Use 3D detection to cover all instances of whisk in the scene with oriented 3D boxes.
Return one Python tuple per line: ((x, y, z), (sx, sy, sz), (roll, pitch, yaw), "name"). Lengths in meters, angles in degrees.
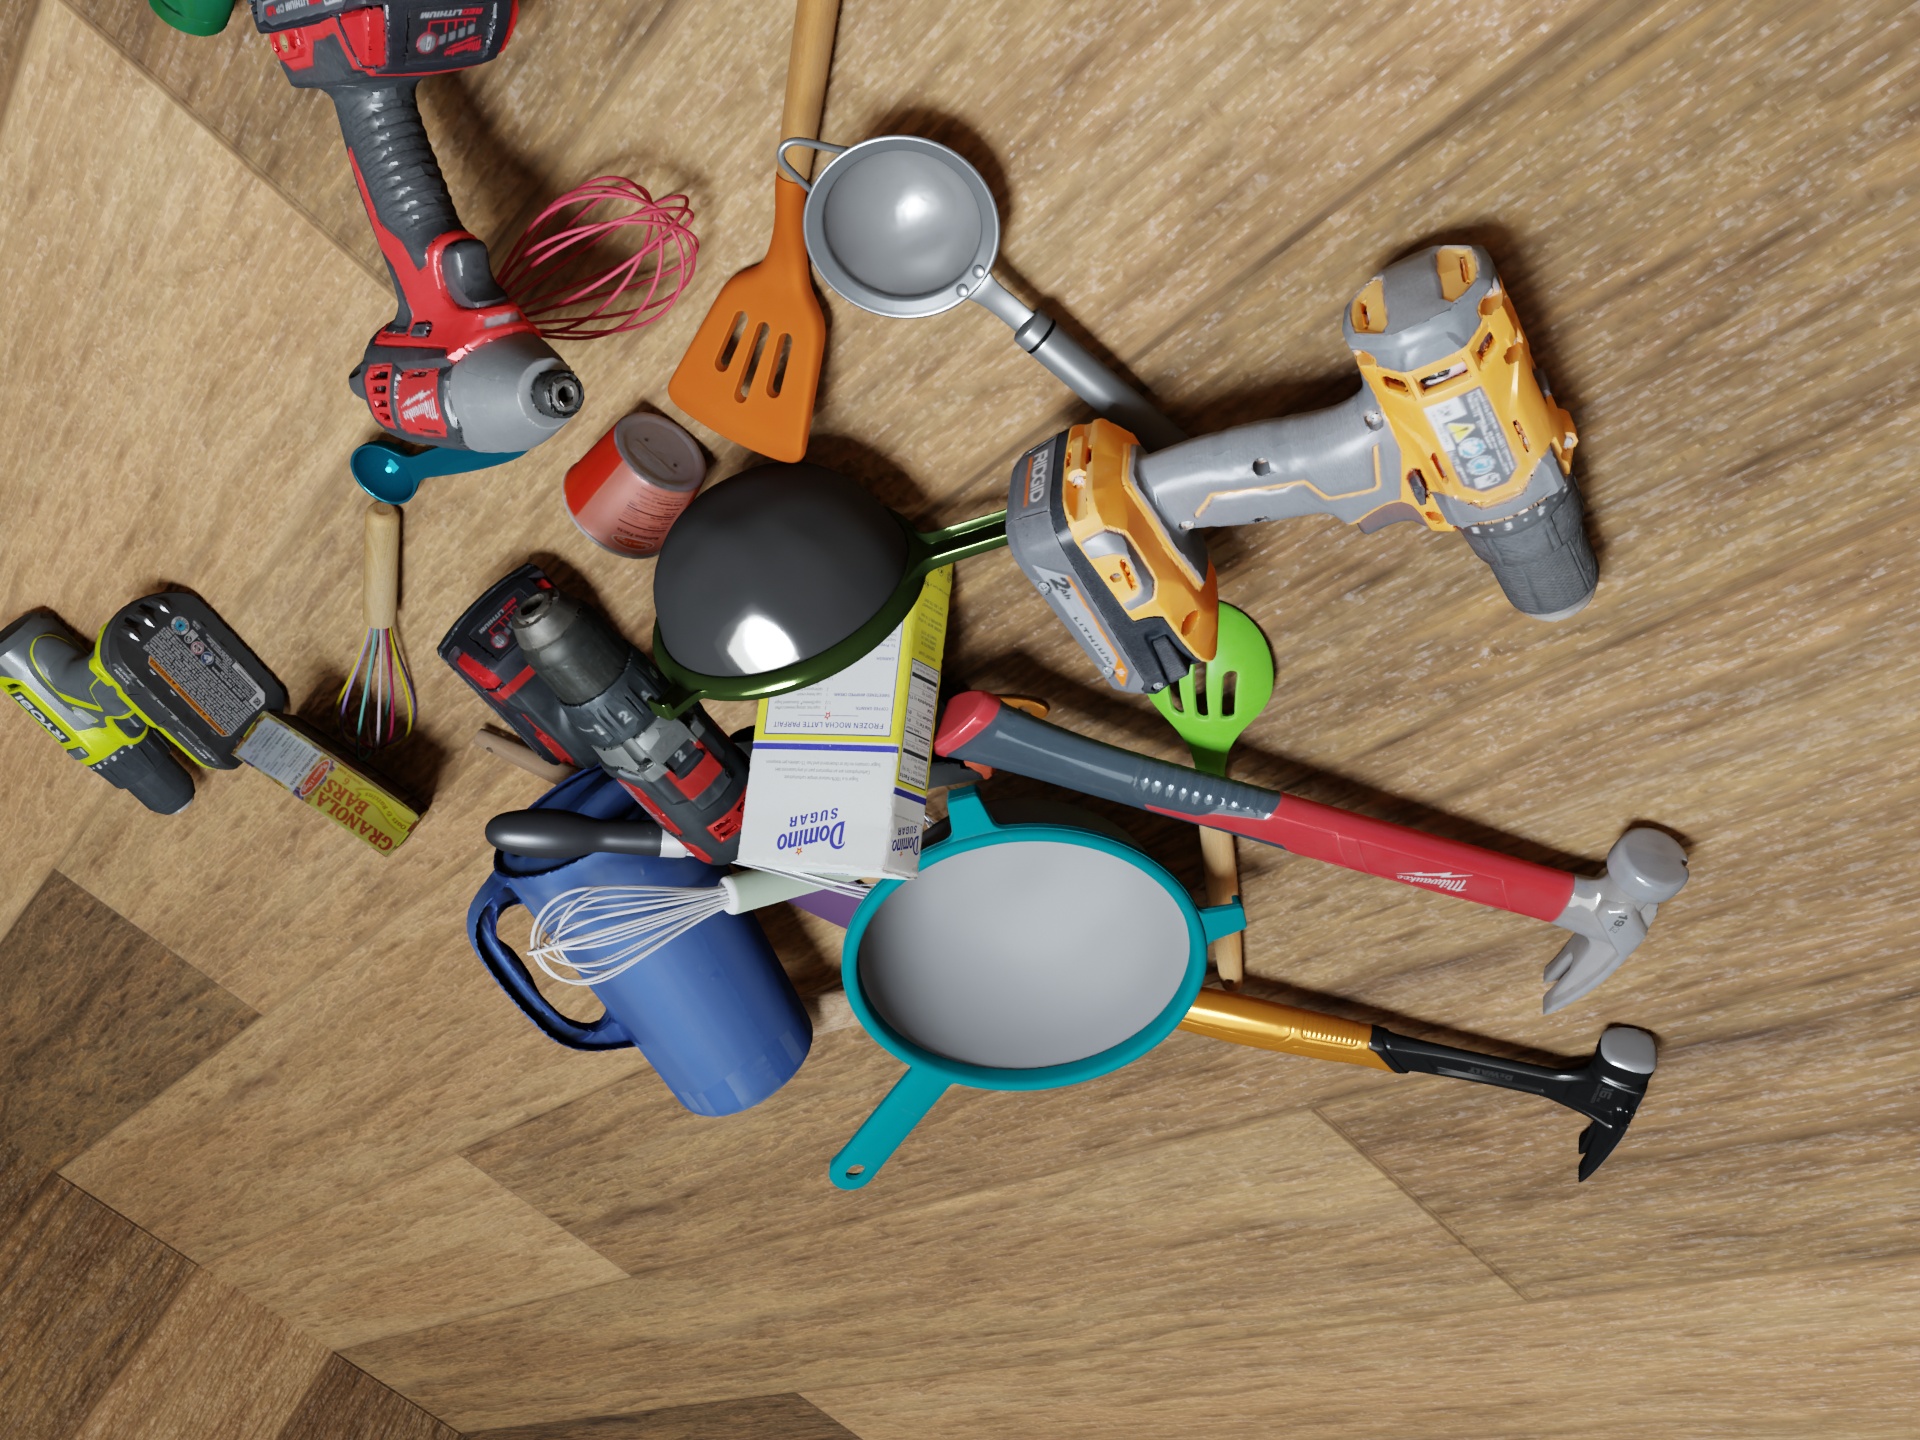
((0.010, 0.168, 1.086), (0.055, 0.055, 0.238), (31, 135, -4), "whisk")
((-0.153, 0.112, 0.998), (0.059, 0.246, 0.058), (-18, 86, 55), "whisk")
((-0.143, 0.073, 0.974), (0.284, 0.070, 0.070), (4, 142, -15), "whisk")
((-0.235, -0.210, 0.818), (0.296, 0.073, 0.073), (-9, 128, 41), "whisk")
((-0.398, -0.054, 1.076), (0.047, 0.051, 0.244), (30, 137, 5), "whisk")

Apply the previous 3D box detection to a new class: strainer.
((-0.047, -0.097, 0.788), (0.256, 0.152, 0.069), (-16, 130, 12), "strainer")
((0.027, -0.182, 0.720), (0.258, 0.050, 0.087), (36, 128, -19), "strainer")
((0.005, 0.162, 0.982), (0.211, 0.095, 0.340), (23, 124, -18), "strainer")

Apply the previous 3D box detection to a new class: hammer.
((0.241, 0.203, 0.990), (0.337, 0.034, 0.127), (11, 136, 12), "hammer")
((-0.105, 0.218, 1.171), (0.331, 0.031, 0.130), (-24, 87, 51), "hammer")
((0.172, 0.064, 0.862), (0.386, 0.038, 0.143), (16, 141, 3), "hammer")

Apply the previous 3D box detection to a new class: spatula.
((-0.074, -0.257, 0.695), (0.081, 0.041, 0.322), (29, 139, 10), "spatula")
((-0.198, 0.075, 1.120), (0.316, 0.018, 0.059), (24, 137, 2), "spatula")

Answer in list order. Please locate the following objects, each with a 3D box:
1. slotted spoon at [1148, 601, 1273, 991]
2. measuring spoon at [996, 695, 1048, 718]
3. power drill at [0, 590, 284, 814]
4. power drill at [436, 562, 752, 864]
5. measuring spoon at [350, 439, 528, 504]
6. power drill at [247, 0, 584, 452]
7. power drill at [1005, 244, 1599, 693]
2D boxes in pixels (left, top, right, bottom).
((0.148, 0.059, 0.914), (0.070, 0.031, 0.313), (4, 136, 18), "slotted spoon")
((-0.001, -0.003, 0.939), (0.117, 0.011, 0.021), (-2, 132, 29), "measuring spoon")
((-0.625, -0.008, 1.220), (0.228, 0.080, 0.190), (-8, 128, 37), "power drill")
((-0.213, -0.020, 0.898), (0.227, 0.080, 0.187), (26, 159, 49), "power drill")
((-0.304, -0.158, 0.943), (0.128, 0.021, 0.042), (-8, 128, 22), "measuring spoon")
((-0.232, -0.228, 0.709), (0.143, 0.078, 0.219), (15, 121, 42), "power drill")
((0.158, -0.087, 0.705), (0.226, 0.084, 0.185), (-21, 130, 27), "power drill")
